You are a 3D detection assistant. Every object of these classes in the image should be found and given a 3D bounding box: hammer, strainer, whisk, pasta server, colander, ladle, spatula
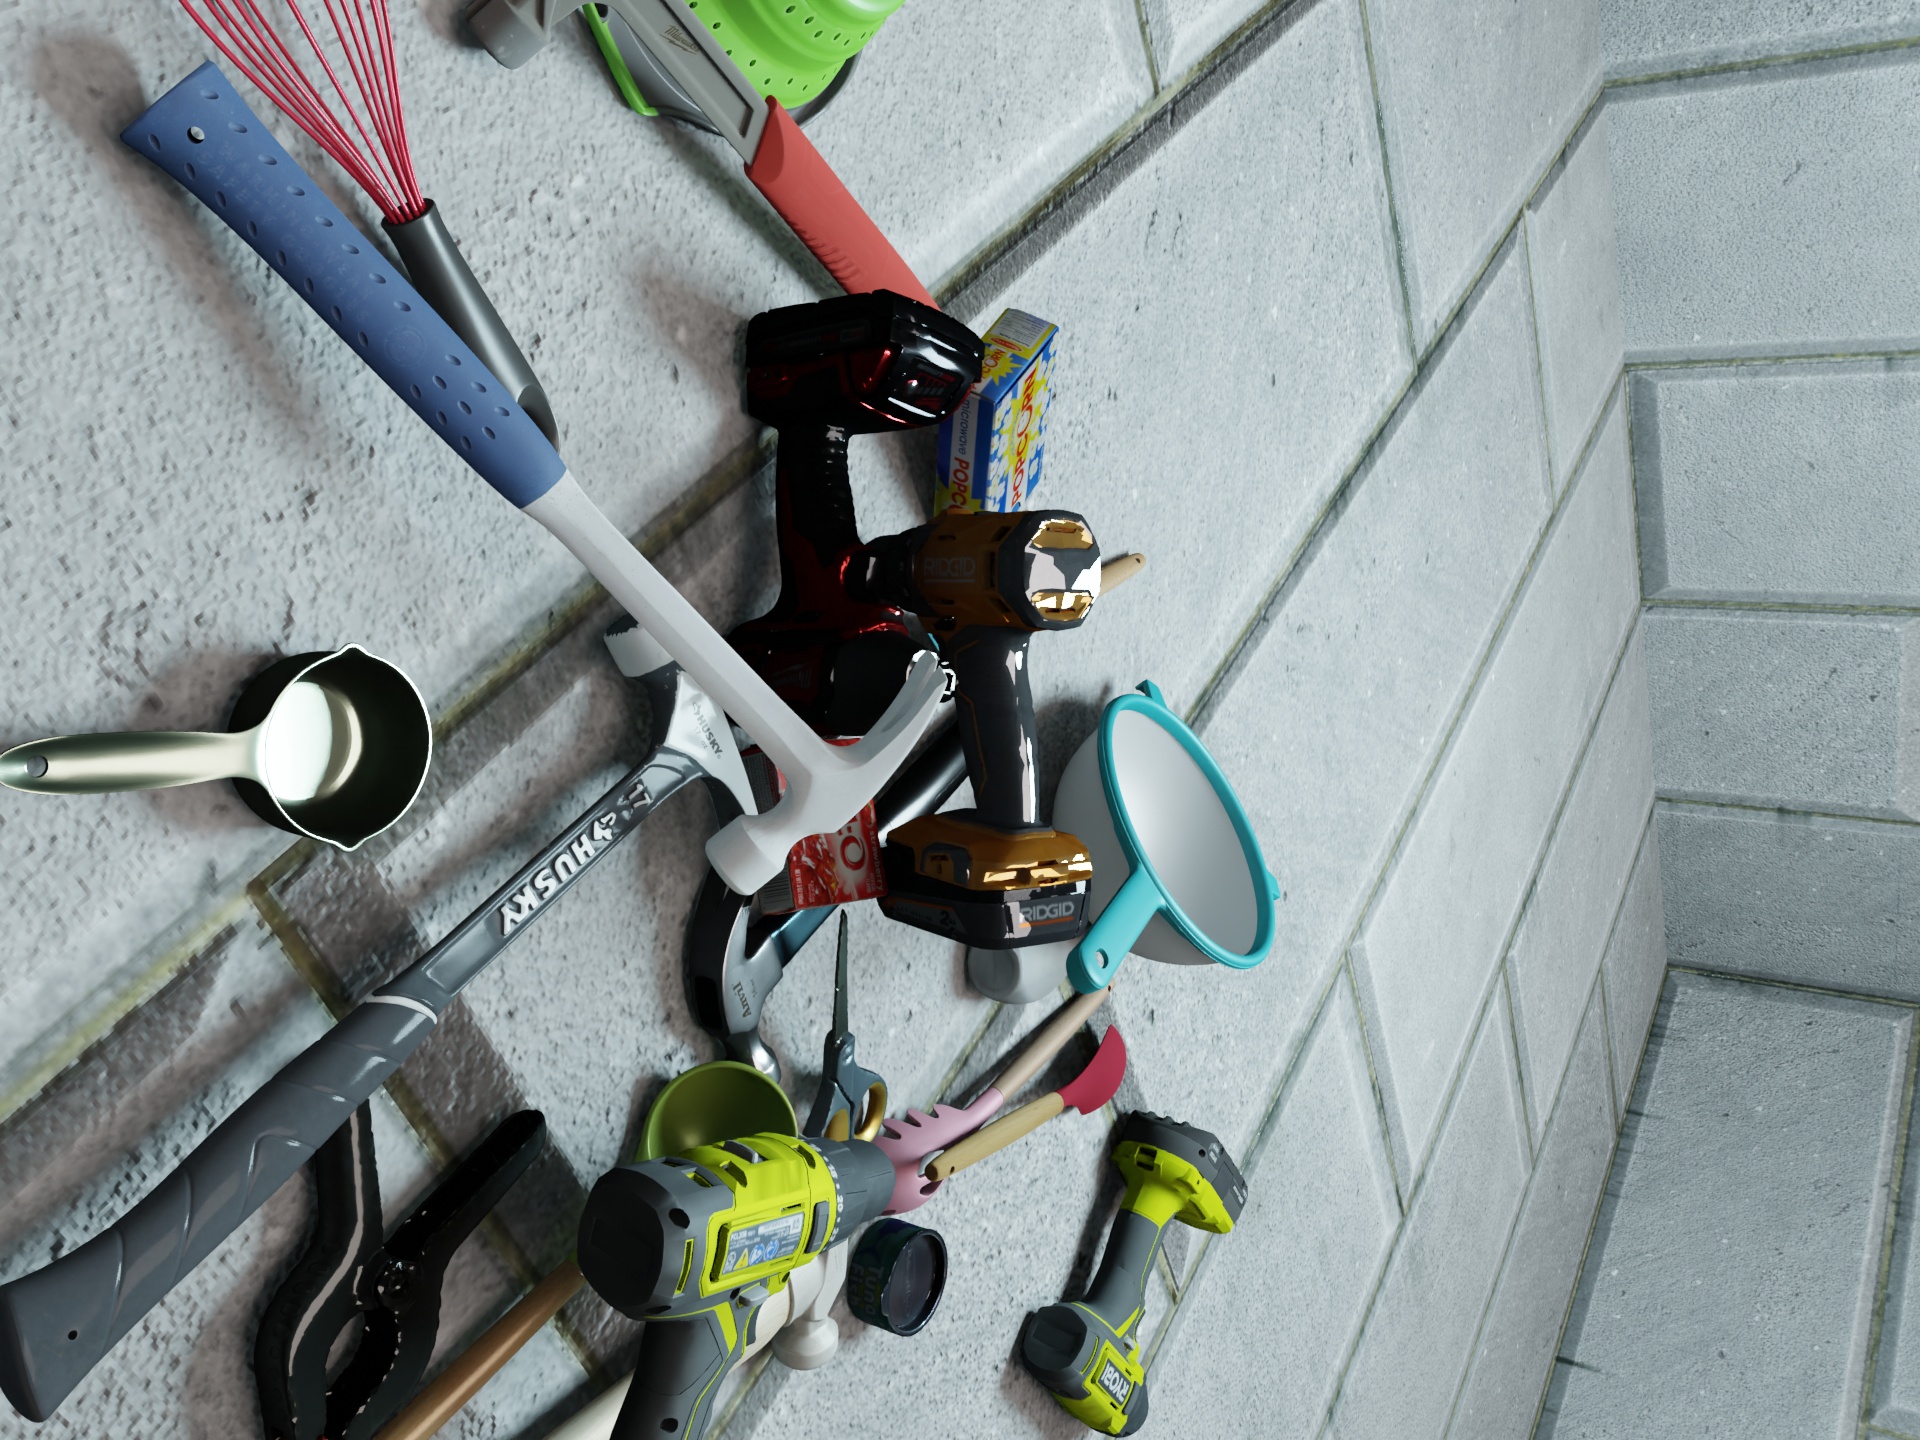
[{"bbox_3d":[-0.162,-0.093,0.664,0.144,0.035,0.405,-39,121,3],"label":"hammer"},{"bbox_3d":[-0.194,0.348,0.752,0.410,0.038,0.146,-25,126,-50],"label":"hammer"},{"bbox_3d":[0.107,0.113,1.082,0.211,0.095,0.340,58,29,-4],"label":"strainer"},{"bbox_3d":[-0.074,-0.277,0.803,0.358,0.149,0.037,38,24,-57],"label":"hammer"},{"bbox_3d":[-0.227,-0.219,0.629,0.073,0.073,0.295,-58,144,-34],"label":"whisk"},{"bbox_3d":[0.029,0.245,1.097,0.316,0.040,0.060,-30,119,-55],"label":"pasta server"},{"bbox_3d":[-0.044,-0.448,0.830,0.397,0.094,0.204,-53,135,-38],"label":"colander"},{"bbox_3d":[0.053,0.266,1.087,0.315,0.031,0.069,-3,109,-63],"label":"ladle"},{"bbox_3d":[-0.195,0.274,0.741,0.078,0.062,0.320,51,48,0],"label":"ladle"},{"bbox_3d":[-0.048,0.069,0.949,0.331,0.033,0.128,-45,131,-44],"label":"hammer"},{"bbox_3d":[0.061,-0.074,1.081,0.082,0.044,0.317,57,38,0],"label":"spatula"},{"bbox_3d":[-0.218,0.112,0.666,0.409,0.036,0.149,-49,122,-44],"label":"hammer"}]

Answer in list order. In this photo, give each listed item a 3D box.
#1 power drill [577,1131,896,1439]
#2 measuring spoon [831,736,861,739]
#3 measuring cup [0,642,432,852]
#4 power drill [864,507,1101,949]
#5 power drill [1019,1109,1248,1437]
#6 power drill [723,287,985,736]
[{"bbox_3d":[-0.112,0.308,0.756,0.190,0.080,0.228,10,93,-58],"label":"power drill"},{"bbox_3d":[-0.063,-0.001,0.937,0.124,0.018,0.034,-47,154,-34],"label":"measuring spoon"},{"bbox_3d":[-0.280,0.011,0.597,0.167,0.038,0.083,-4,98,-54],"label":"measuring cup"},{"bbox_3d":[-0.001,-0.003,0.874,0.084,0.185,0.226,-3,96,-35],"label":"power drill"},{"bbox_3d":[0.140,0.437,1.242,0.223,0.080,0.171,-59,138,-27],"label":"power drill"},{"bbox_3d":[-0.055,-0.100,0.821,0.078,0.143,0.220,10,84,-51],"label":"power drill"}]
